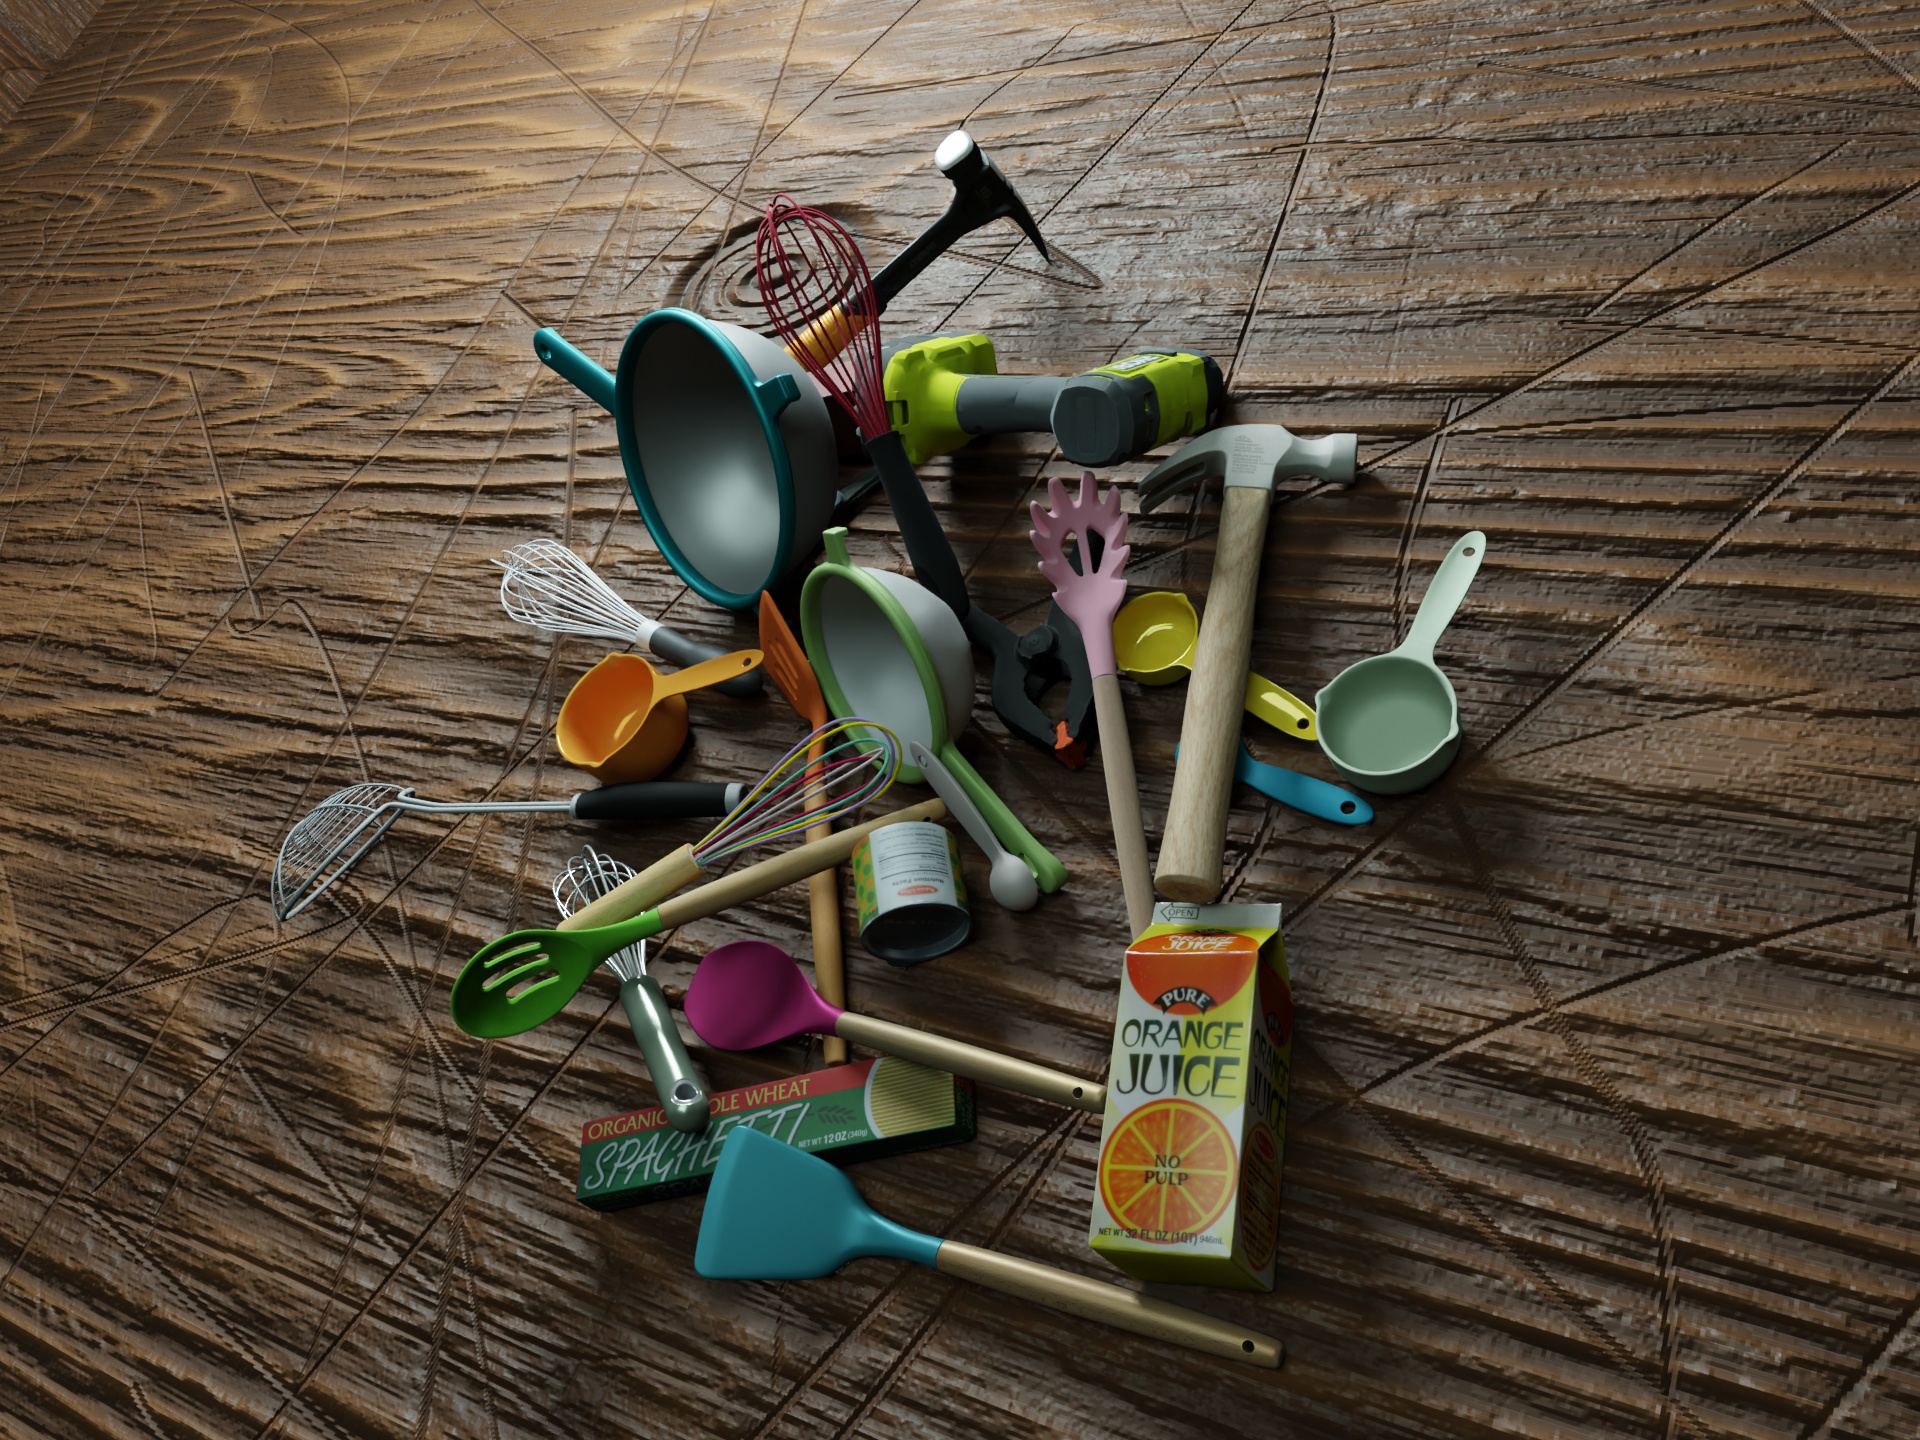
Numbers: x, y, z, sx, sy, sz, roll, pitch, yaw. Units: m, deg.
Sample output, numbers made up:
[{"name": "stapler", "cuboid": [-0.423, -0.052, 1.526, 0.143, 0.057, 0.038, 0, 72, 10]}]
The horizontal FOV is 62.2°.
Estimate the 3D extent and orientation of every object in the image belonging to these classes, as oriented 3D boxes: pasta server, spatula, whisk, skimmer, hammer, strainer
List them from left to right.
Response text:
[{"name": "skimmer", "cuboid": [-0.316, 0.088, 1.114, 0.363, 0.090, 0.127, -3, 20, 14]}, {"name": "whisk", "cuboid": [-0.249, -0.072, 1.182, 0.285, 0.070, 0.070, 25, 73, 32]}, {"name": "whisk", "cuboid": [-0.203, 0.162, 0.988, 0.057, 0.059, 0.247, -10, 38, -24]}, {"name": "strainer", "cuboid": [-0.191, -0.222, 1.157, 0.095, 0.210, 0.341, -23, 45, -34]}, {"name": "whisk", "cuboid": [-0.141, 0.076, 0.972, 0.245, 0.047, 0.051, -32, 52, 6]}, {"name": "spatula", "cuboid": [-0.100, 0.065, 1.012, 0.041, 0.081, 0.323, -2, 58, -9]}, {"name": "hammer", "cuboid": [-0.090, -0.300, 1.229, 0.337, 0.127, 0.034, -37, 51, 15]}, {"name": "whisk", "cuboid": [-0.058, -0.199, 1.019, 0.073, 0.073, 0.296, -23, 92, 13]}, {"name": "strainer", "cuboid": [-0.002, -0.003, 0.984, 0.069, 0.151, 0.256, -29, 65, -28]}, {"name": "spatula", "cuboid": [0.008, 0.282, 0.814, 0.317, 0.044, 0.082, 5, 73, 29]}, {"name": "pasta server", "cuboid": [0.088, -0.003, 0.932, 0.060, 0.040, 0.316, -10, 65, 7]}, {"name": "hammer", "cuboid": [0.151, -0.045, 0.925, 0.130, 0.031, 0.332, 5, 57, 15]}]

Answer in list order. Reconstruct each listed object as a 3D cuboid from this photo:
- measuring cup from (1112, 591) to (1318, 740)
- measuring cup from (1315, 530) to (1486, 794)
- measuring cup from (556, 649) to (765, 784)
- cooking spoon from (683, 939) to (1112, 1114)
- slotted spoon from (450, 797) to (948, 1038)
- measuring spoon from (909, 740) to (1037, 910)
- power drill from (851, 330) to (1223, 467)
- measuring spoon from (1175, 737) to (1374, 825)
[{"name": "measuring cup", "cuboid": [0.155, -0.024, 0.951, 0.157, 0.029, 0.062, 35, 81, 33]}, {"name": "measuring cup", "cuboid": [0.260, -0.032, 0.890, 0.083, 0.038, 0.168, 18, 67, 35]}, {"name": "measuring cup", "cuboid": [-0.197, -0.008, 1.103, 0.173, 0.052, 0.095, -17, 53, 22]}, {"name": "cooking spoon", "cuboid": [-0.047, 0.177, 0.893, 0.319, 0.017, 0.069, 6, 67, 41]}, {"name": "slotted spoon", "cuboid": [-0.154, 0.110, 0.953, 0.314, 0.070, 0.031, -22, 35, -5]}, {"name": "measuring spoon", "cuboid": [0.002, 0.063, 0.941, 0.018, 0.034, 0.124, -25, 70, -35]}, {"name": "power drill", "cuboid": [0.055, -0.217, 1.067, 0.223, 0.080, 0.171, 10, 25, 33]}, {"name": "measuring spoon", "cuboid": [0.175, 0.030, 0.903, 0.129, 0.021, 0.042, 22, 72, 38]}]
